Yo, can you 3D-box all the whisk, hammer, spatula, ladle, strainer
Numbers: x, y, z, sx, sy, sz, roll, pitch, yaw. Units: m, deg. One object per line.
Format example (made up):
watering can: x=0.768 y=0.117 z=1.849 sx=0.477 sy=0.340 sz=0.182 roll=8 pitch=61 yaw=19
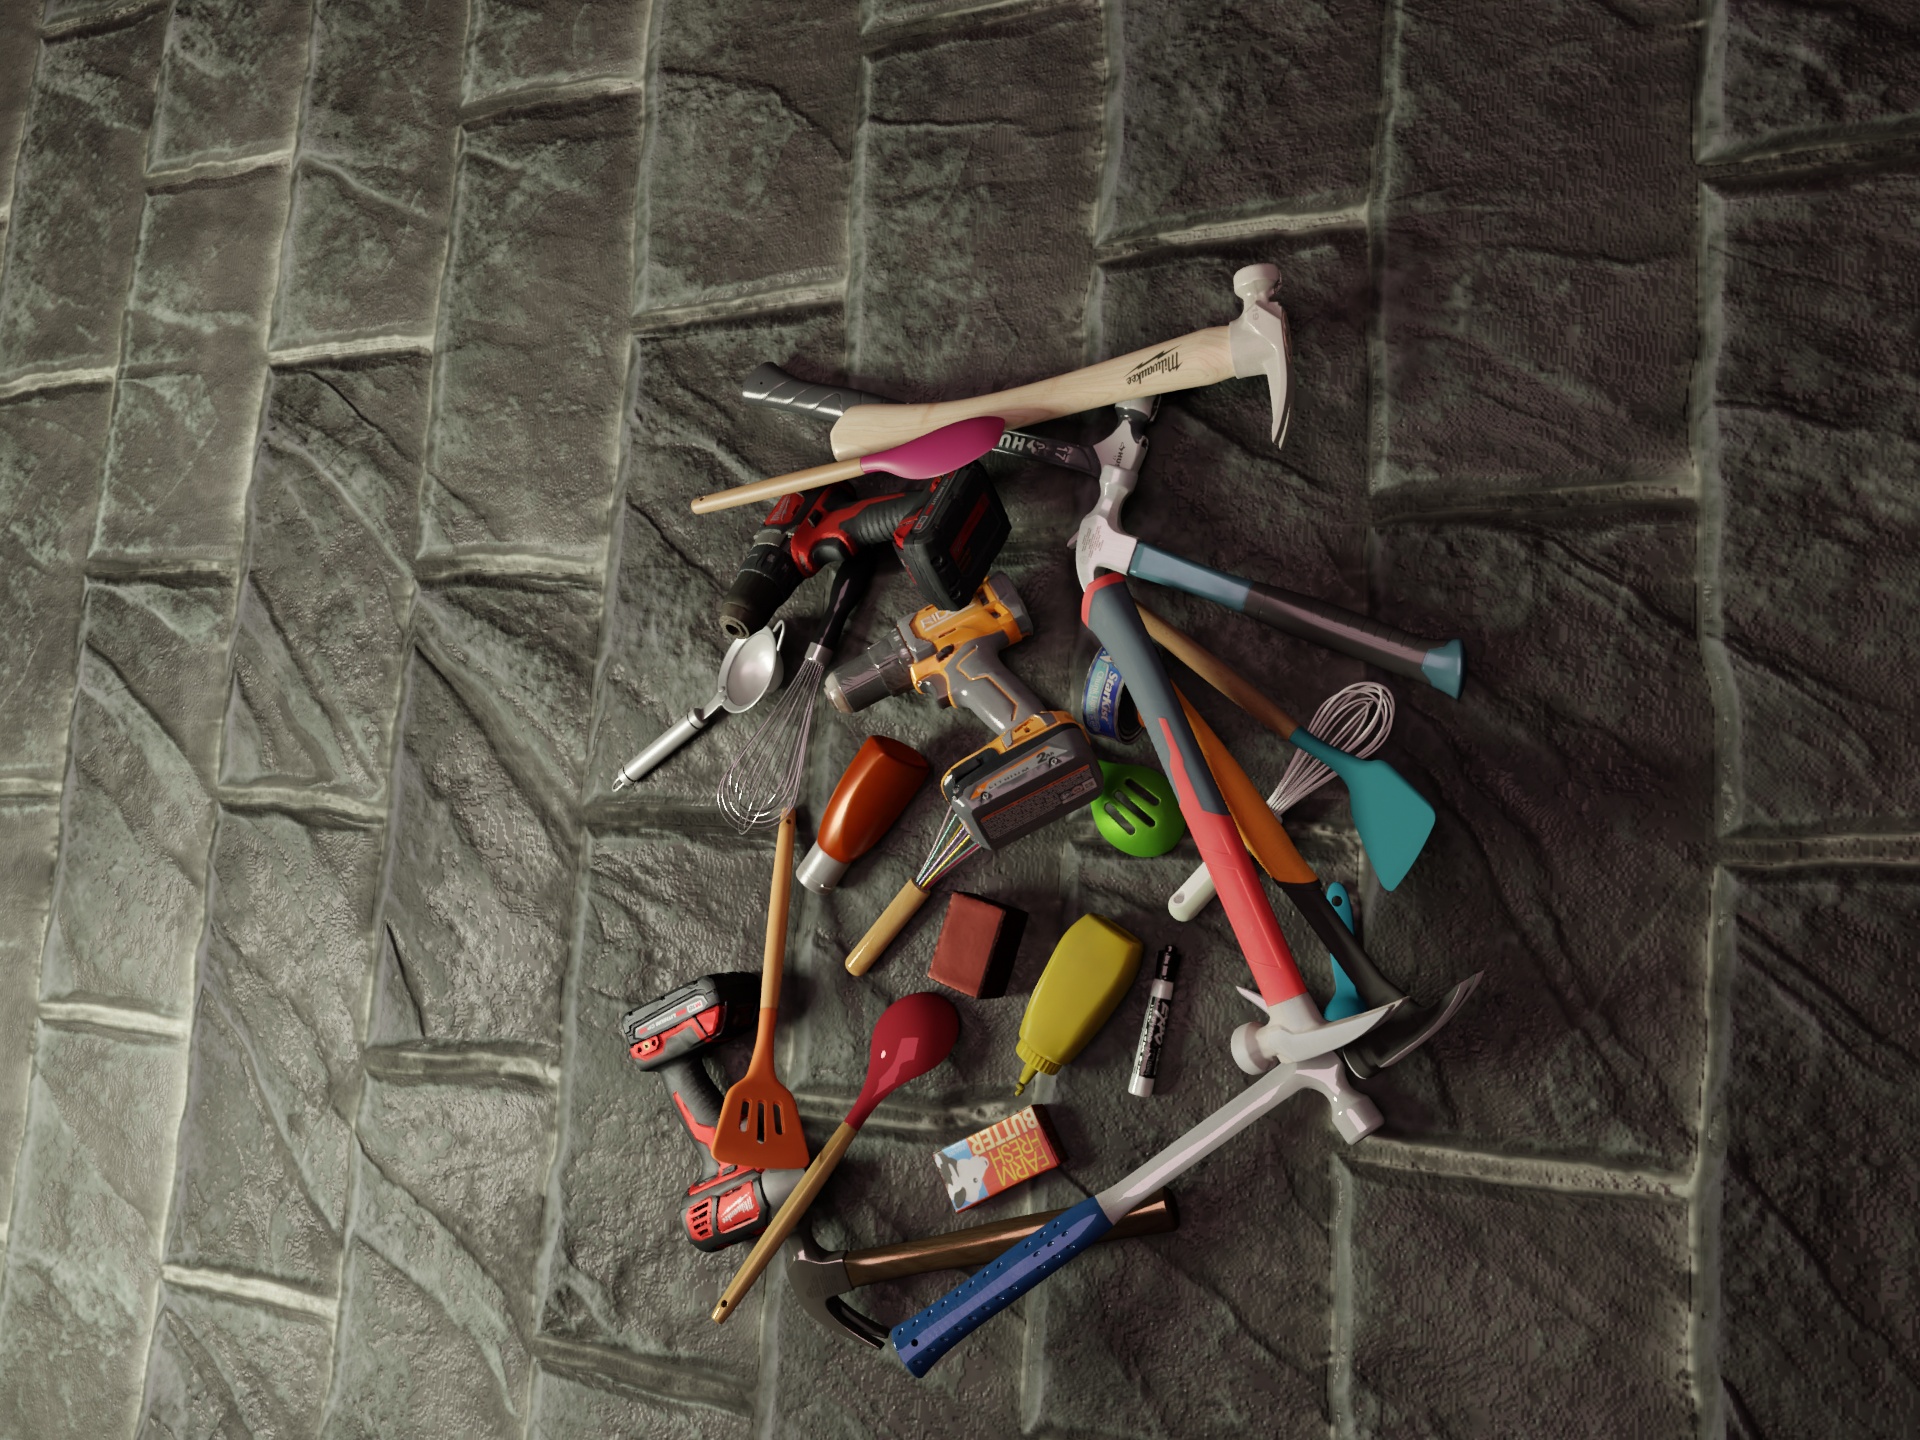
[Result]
whisk: x=-0.139 y=-0.029 z=1.425 sx=0.070 sy=0.070 sz=0.284 roll=21 pitch=84 yaw=26
hammer: x=0.242 y=-0.094 z=1.261 sx=0.331 sy=0.033 sz=0.128 roll=23 pitch=100 yaw=22
hammer: x=-0.027 y=-0.261 z=1.425 sx=0.409 sy=0.036 sz=0.149 roll=17 pitch=90 yaw=27
hammer: x=0.116 y=0.364 z=1.219 sx=0.405 sy=0.035 sz=0.144 roll=-37 pitch=67 yaw=3
hammer: x=0.192 y=0.061 z=1.175 sx=0.143 sy=0.038 sz=0.386 roll=-33 pitch=75 yaw=43
spatula: x=-0.159 y=0.222 z=1.364 sx=0.081 sy=0.041 sz=0.323 roll=9 pitch=64 yaw=-13
spatula: x=0.228 y=-0.003 z=1.205 sx=0.318 sy=0.044 sz=0.082 roll=41 pitch=135 yaw=26
hammer: x=0.015 y=0.426 z=1.283 sx=0.331 sy=0.031 sz=0.130 roll=-16 pitch=96 yaw=16
ladle: x=-0.106 y=0.355 z=1.306 sx=0.069 sy=0.031 sz=0.315 roll=29 pitch=75 yaw=27
hammer: x=0.075 y=-0.262 z=1.336 sx=0.411 sy=0.038 sz=0.146 roll=-8 pitch=81 yaw=25
hammer: x=0.241 y=0.096 z=1.187 sx=0.337 sy=0.034 sz=0.127 roll=55 pitch=134 yaw=21
whisk: x=0.247 y=0.066 z=1.240 sx=0.246 sy=0.059 sz=0.058 roll=-50 pitch=27 yaw=14
strainer: x=-0.238 y=-0.007 z=1.479 sx=0.258 sy=0.050 sz=0.087 roll=-37 pitch=47 yaw=22
whisk: x=-0.020 y=0.124 z=1.361 sx=0.245 sy=0.051 sz=0.047 roll=-52 pitch=45 yaw=14

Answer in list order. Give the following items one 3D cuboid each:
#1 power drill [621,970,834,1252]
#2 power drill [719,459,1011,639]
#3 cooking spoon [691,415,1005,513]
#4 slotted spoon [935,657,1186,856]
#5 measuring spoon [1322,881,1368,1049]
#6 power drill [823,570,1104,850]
power drill: x=-0.200 y=0.338 z=1.389 sx=0.143 sy=0.078 sz=0.220 roll=-27 pitch=74 yaw=19
power drill: x=-0.090 y=-0.143 z=1.361 sx=0.227 sy=0.080 sz=0.188 roll=4 pitch=50 yaw=34
cooking spoon: x=-0.105 y=-0.216 z=1.379 sx=0.319 sy=0.017 sz=0.069 roll=-9 pitch=45 yaw=28
slotted spoon: x=0.062 y=0.006 z=1.345 sx=0.314 sy=0.031 sz=0.070 roll=39 pitch=94 yaw=26
measuring spoon: x=0.291 y=0.187 z=1.212 sx=0.042 sy=0.021 sz=0.129 roll=-8 pitch=80 yaw=23
power drill: x=-0.002 y=-0.004 z=1.305 sx=0.185 sy=0.084 sz=0.226 roll=-27 pitch=53 yaw=1
